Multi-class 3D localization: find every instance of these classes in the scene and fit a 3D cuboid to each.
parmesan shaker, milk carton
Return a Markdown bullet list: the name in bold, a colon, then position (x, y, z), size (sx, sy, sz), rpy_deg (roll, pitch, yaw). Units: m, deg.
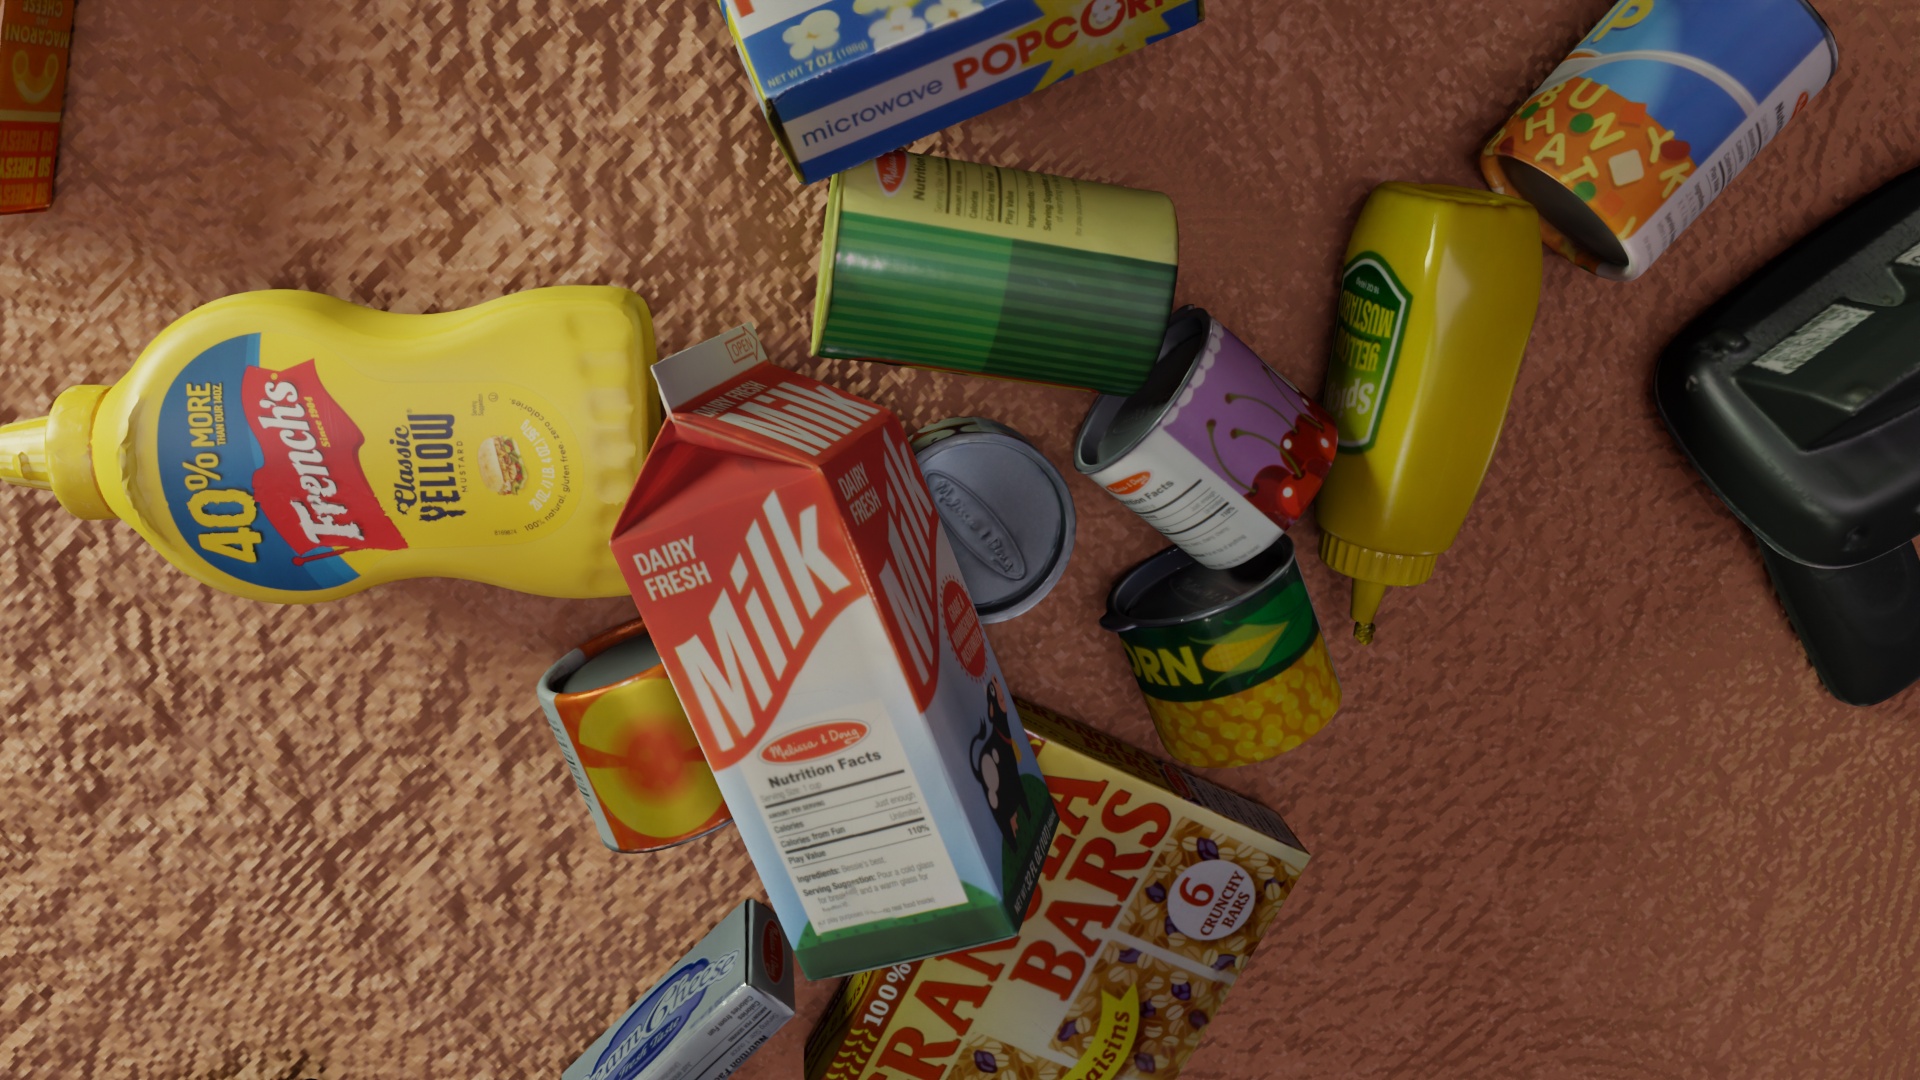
- **parmesan shaker**: position (0.009, -0.081, 0.431), size (0.103, 0.071, 0.071), rpy_deg (7, 104, -9)
- **milk carton**: position (-0.041, 0.028, 0.424), size (0.073, 0.072, 0.190), rpy_deg (-18, 102, 19)

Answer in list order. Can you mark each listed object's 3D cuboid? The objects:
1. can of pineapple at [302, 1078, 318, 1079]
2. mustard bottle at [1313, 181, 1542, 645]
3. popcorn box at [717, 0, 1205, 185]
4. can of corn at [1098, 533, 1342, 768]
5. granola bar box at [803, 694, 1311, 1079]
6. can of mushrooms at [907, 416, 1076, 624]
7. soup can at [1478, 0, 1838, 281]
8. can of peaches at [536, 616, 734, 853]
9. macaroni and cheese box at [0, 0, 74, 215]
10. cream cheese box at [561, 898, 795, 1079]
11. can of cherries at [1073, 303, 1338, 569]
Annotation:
- **can of pineapple**: position (-0.254, 0.227, 0.485), size (0.058, 0.071, 0.070), rpy_deg (-12, 107, -3)
- **mustard bottle**: position (0.149, -0.037, 0.466), size (0.049, 0.065, 0.159), rpy_deg (2, 109, -12)
- **popcorn box**: position (-0.005, -0.165, 0.400), size (0.127, 0.085, 0.038), rpy_deg (-22, 150, -1)
- **can of corn**: position (0.089, 0.037, 0.475), size (0.071, 0.071, 0.058), rpy_deg (-23, 107, 0)
- **granola bar box**: position (0.033, 0.153, 0.515), size (0.124, 0.039, 0.165), rpy_deg (25, 101, -12)
- **can of mushrooms**: position (0.002, -0.006, 0.470), size (0.071, 0.033, 0.070), rpy_deg (-2, 106, -7)
- **soup can**: position (0.218, -0.137, 0.446), size (0.071, 0.071, 0.083), rpy_deg (40, 98, -15)
- **can of peaches**: position (-0.096, 0.060, 0.459), size (0.071, 0.071, 0.058), rpy_deg (-20, 106, -1)
- **macaroni and cheese box**: position (-0.313, -0.186, 0.378), size (0.124, 0.040, 0.166), rpy_deg (13, 103, -10)
- **cream cheese box**: position (-0.104, 0.182, 0.498), size (0.103, 0.053, 0.024), rpy_deg (-44, 108, 6)
- **can of cherries**: position (0.081, -0.035, 0.456), size (0.058, 0.071, 0.071), rpy_deg (36, 98, -15)
